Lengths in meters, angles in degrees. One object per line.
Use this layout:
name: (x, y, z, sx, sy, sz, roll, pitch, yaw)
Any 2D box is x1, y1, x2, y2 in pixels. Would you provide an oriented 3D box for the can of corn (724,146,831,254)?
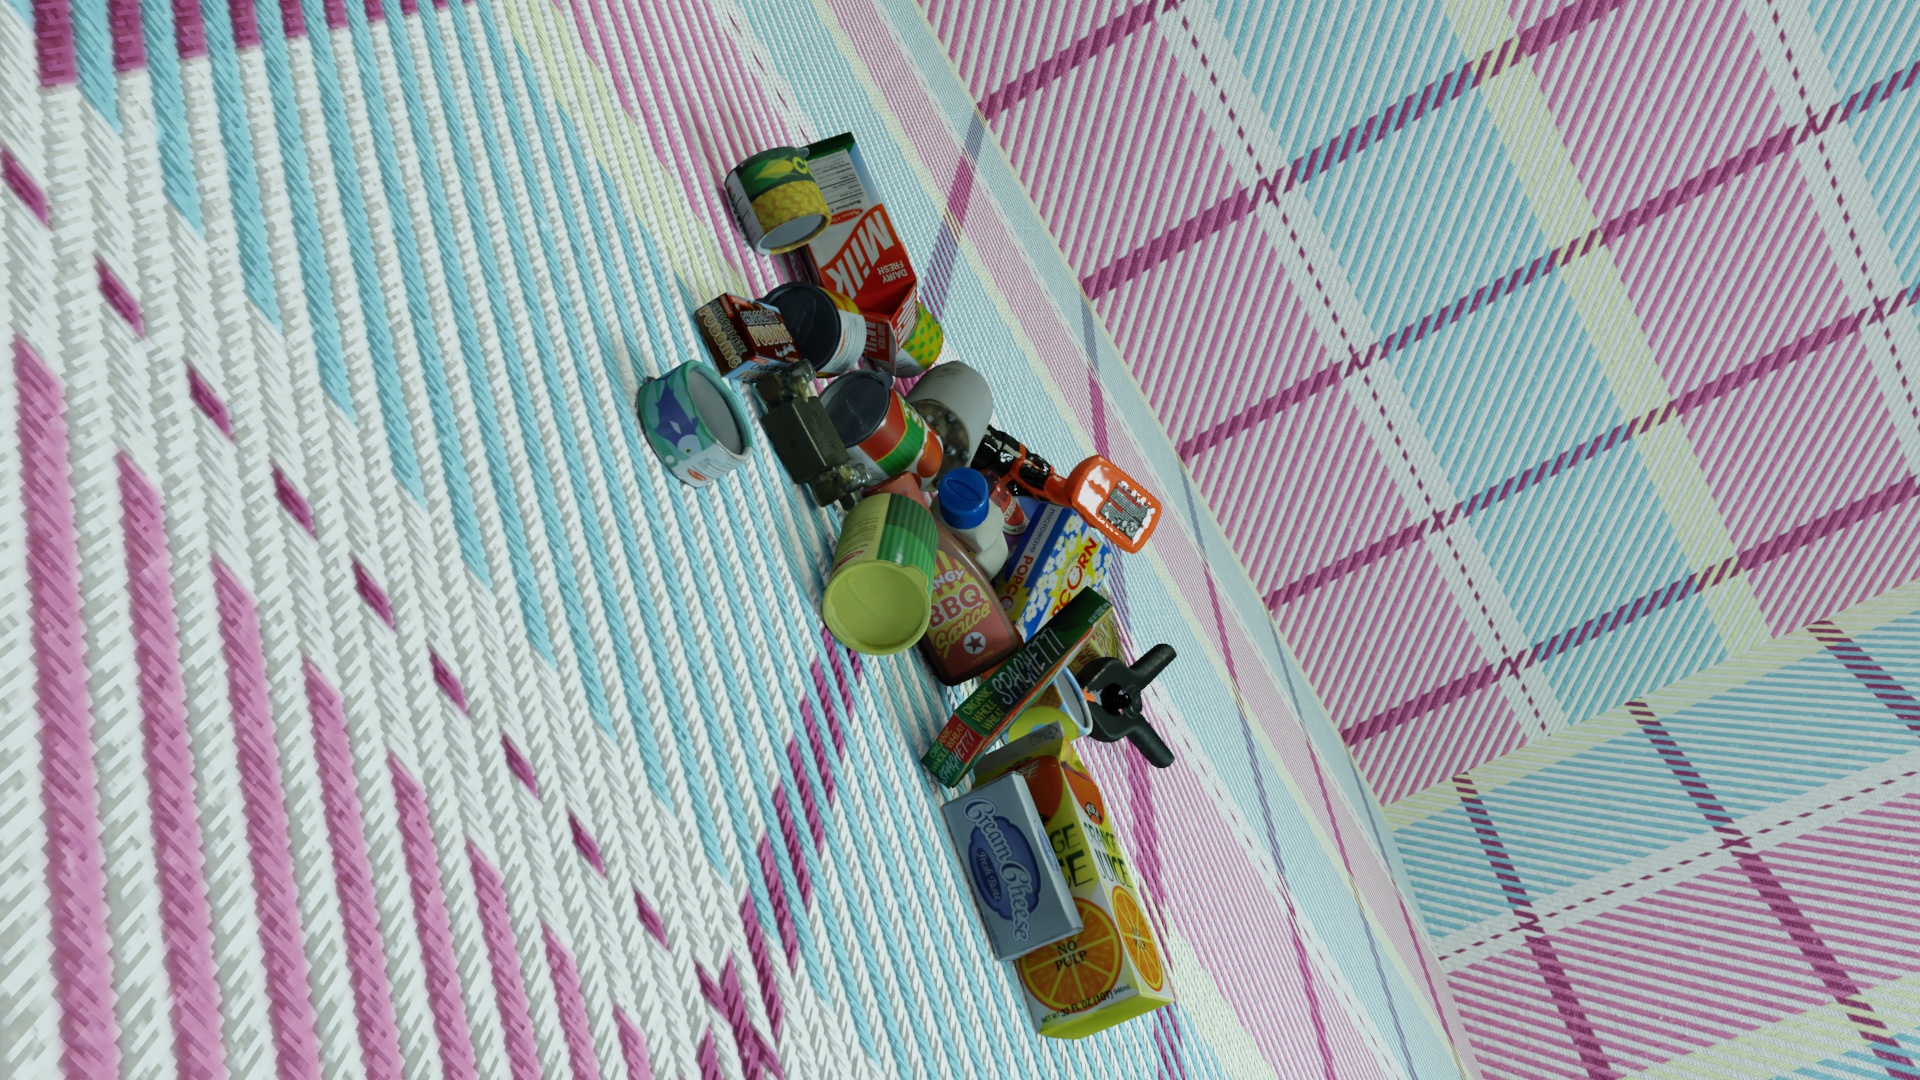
can of corn: (-0.138, -0.263, 1.074, 0.058, 0.071, 0.071, 65, 15, 6)

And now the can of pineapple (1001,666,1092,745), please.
can of pineapple: (0.060, 0.129, 1.069, 0.071, 0.058, 0.071, 55, 17, -25)

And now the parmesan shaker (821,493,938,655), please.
parmesan shaker: (-0.047, 0.018, 0.886, 0.071, 0.071, 0.103, 57, 16, -20)

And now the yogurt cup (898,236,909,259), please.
yogurt cup: (-0.085, -0.244, 1.235, 0.072, 0.072, 0.054, 60, 23, -9)

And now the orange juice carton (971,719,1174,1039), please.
orange juice carton: (0.064, 0.217, 0.905, 0.073, 0.071, 0.193, 39, 28, -58)

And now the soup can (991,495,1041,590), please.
soup can: (0.057, 0.014, 1.240, 0.071, 0.071, 0.084, 43, 25, -51)

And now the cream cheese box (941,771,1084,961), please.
cream cheese box: (0.031, 0.201, 0.859, 0.104, 0.053, 0.024, 68, 14, 21)

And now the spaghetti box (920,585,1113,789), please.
spaghetti box: (0.046, 0.096, 0.970, 0.029, 0.050, 0.251, 37, 29, 10)

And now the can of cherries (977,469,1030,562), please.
can of cherries: (0.020, -0.018, 1.168, 0.058, 0.071, 0.072, 54, 17, -27)

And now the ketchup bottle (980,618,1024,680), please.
ketchup bottle: (-0.007, 0.036, 1.037, 0.148, 0.043, 0.065, 54, 8, -27)

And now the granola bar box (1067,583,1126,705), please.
granola bar box: (0.118, 0.074, 1.390, 0.124, 0.039, 0.166, 53, 18, -33)

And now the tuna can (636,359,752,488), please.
tuna can: (-0.148, -0.068, 0.776, 0.071, 0.033, 0.071, 55, 17, -25)

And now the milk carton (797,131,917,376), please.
milk carton: (-0.088, -0.230, 1.140, 0.072, 0.073, 0.191, 95, -27, -71)

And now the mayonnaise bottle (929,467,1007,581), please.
mayonnaise bottle: (0.004, -0.013, 1.049, 0.065, 0.041, 0.147, 31, -14, 11)

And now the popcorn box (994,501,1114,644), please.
popcorn box: (0.072, 0.042, 1.152, 0.085, 0.038, 0.127, 45, 67, -49)

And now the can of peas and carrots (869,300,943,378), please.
can of peas and carrots: (-0.055, -0.184, 1.213, 0.058, 0.071, 0.071, 36, 30, -61)

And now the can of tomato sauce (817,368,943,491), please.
can of tomato sauce: (-0.059, -0.078, 1.016, 0.083, 0.071, 0.071, 44, 24, -51)

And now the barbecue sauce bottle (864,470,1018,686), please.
barbecue sauce bottle: (-0.018, 0.024, 0.971, 0.148, 0.065, 0.043, 63, -9, -8)

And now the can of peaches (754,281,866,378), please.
can of peaches: (-0.108, -0.150, 0.989, 0.071, 0.071, 0.058, 63, 15, 3)

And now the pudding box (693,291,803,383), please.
pudding box: (-0.139, -0.133, 0.923, 0.049, 0.030, 0.084, 63, 15, 7)
